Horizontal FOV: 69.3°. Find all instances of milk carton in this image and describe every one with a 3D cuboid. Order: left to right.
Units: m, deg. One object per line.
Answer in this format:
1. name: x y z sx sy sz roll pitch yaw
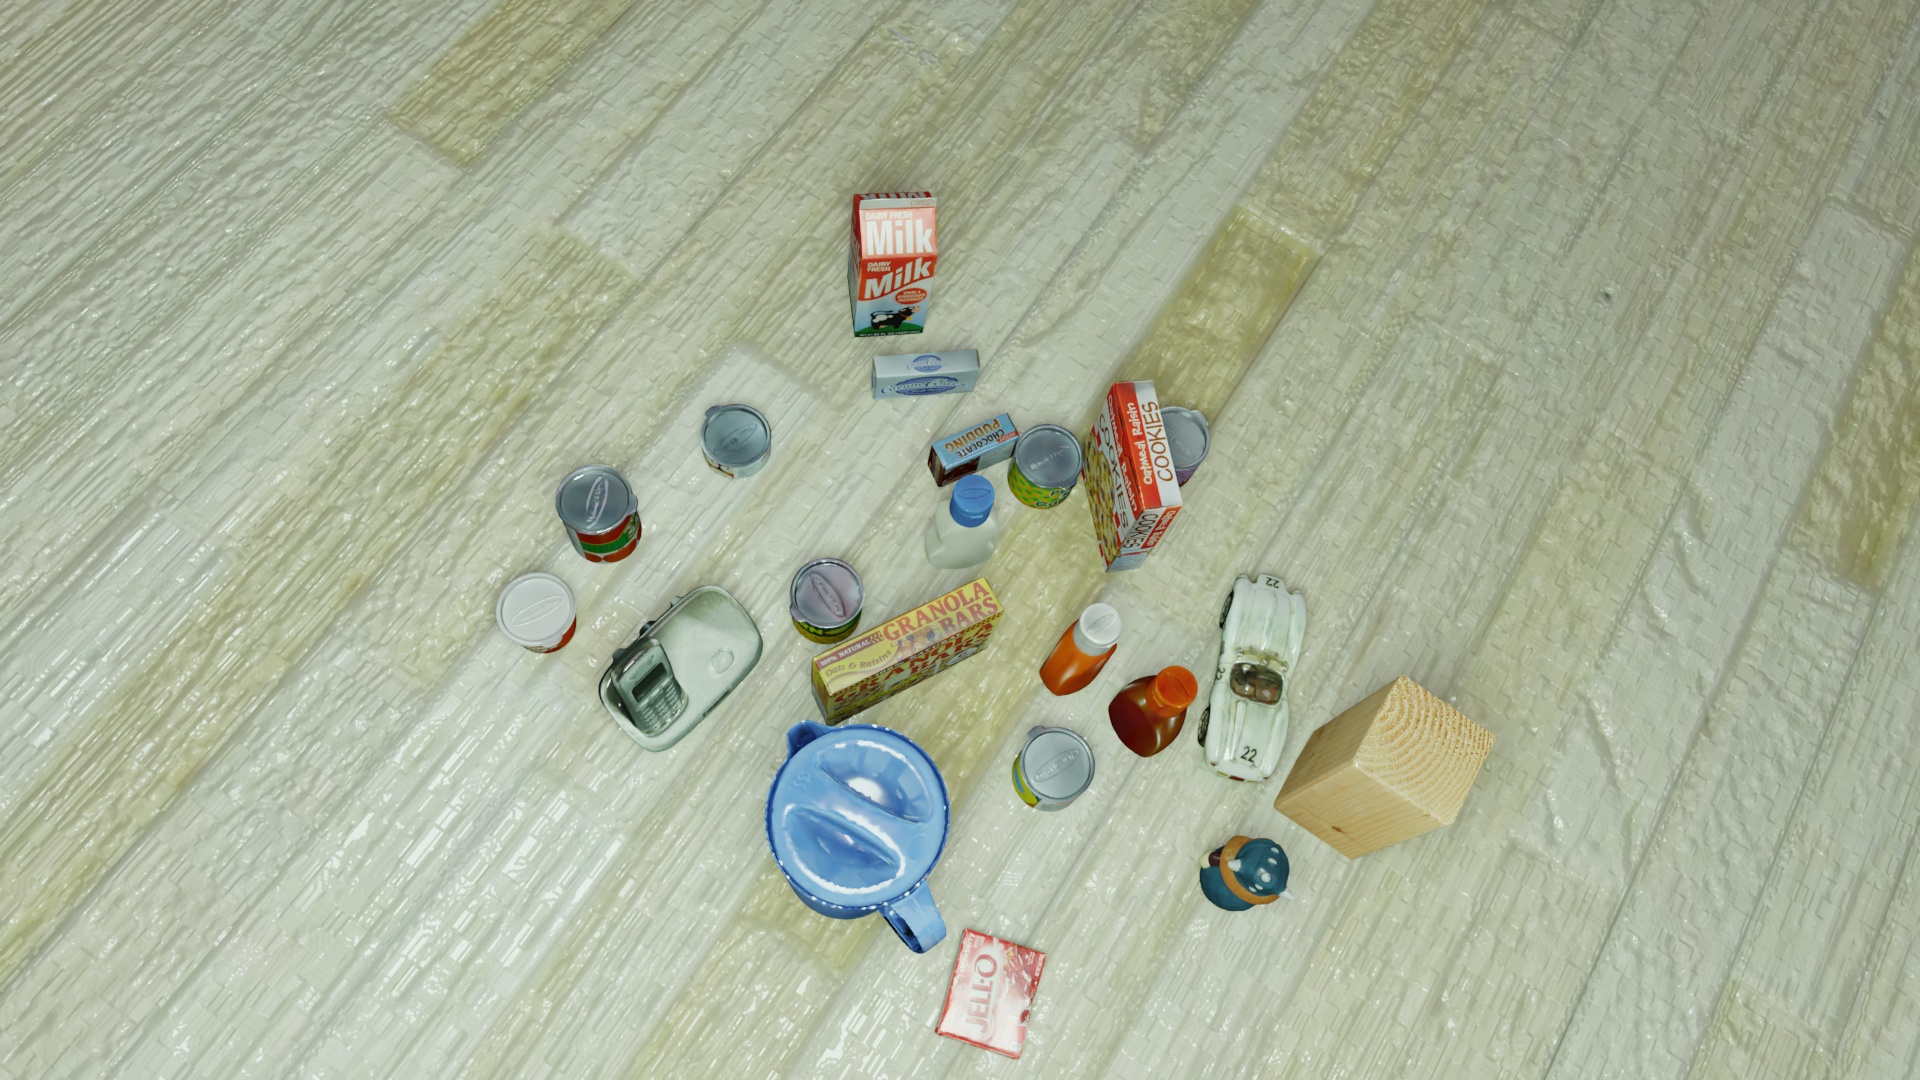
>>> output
1. milk carton: -0.066 -0.271 1.321 0.072 0.189 0.073 -5 70 -8

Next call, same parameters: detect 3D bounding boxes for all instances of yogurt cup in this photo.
1. yogurt cup: -0.372 0.067 1.229 0.072 0.053 0.072 2 69 -6

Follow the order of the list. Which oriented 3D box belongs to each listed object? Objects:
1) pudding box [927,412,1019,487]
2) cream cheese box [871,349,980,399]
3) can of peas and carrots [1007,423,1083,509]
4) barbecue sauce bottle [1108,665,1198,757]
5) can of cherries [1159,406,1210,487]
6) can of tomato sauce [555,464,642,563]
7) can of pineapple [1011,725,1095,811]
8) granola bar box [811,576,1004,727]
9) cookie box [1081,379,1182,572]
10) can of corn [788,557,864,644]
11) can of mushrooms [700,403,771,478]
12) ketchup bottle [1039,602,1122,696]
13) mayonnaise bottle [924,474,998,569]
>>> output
1. pudding box: 0.012 -0.087 1.335 0.084 0.049 0.030 -24 74 -15
2. cream cheese box: -0.035 -0.162 1.356 0.104 0.053 0.024 -5 70 -9
3. can of peas and carrots: 0.082 -0.068 1.332 0.071 0.058 0.071 2 69 -6
4. barbecue sauce bottle: 0.170 0.146 1.212 0.044 0.148 0.065 -32 76 -16
5. can of cherries: 0.206 -0.090 1.354 0.071 0.058 0.072 2 69 -6
6. can of tomato sauce: -0.323 -0.022 1.254 0.071 0.082 0.071 2 69 -6
7. can of pineapple: 0.081 0.202 1.229 0.071 0.057 0.071 2 69 -6
8. granola bar box: -0.050 0.098 1.218 0.166 0.123 0.039 -25 75 -15
9. cookie box: 0.152 -0.056 1.277 0.040 0.166 0.123 -8 71 -9
10. can of corn: -0.123 0.057 1.260 0.071 0.058 0.071 2 69 -6
11. can of mushrooms: -0.215 -0.095 1.321 0.071 0.033 0.071 2 69 -6
12. ketchup bottle: 0.111 0.095 1.225 0.065 0.148 0.043 -33 76 -17
13. mayonnaise bottle: 0.004 -0.016 1.255 0.065 0.147 0.041 -7 71 -9
